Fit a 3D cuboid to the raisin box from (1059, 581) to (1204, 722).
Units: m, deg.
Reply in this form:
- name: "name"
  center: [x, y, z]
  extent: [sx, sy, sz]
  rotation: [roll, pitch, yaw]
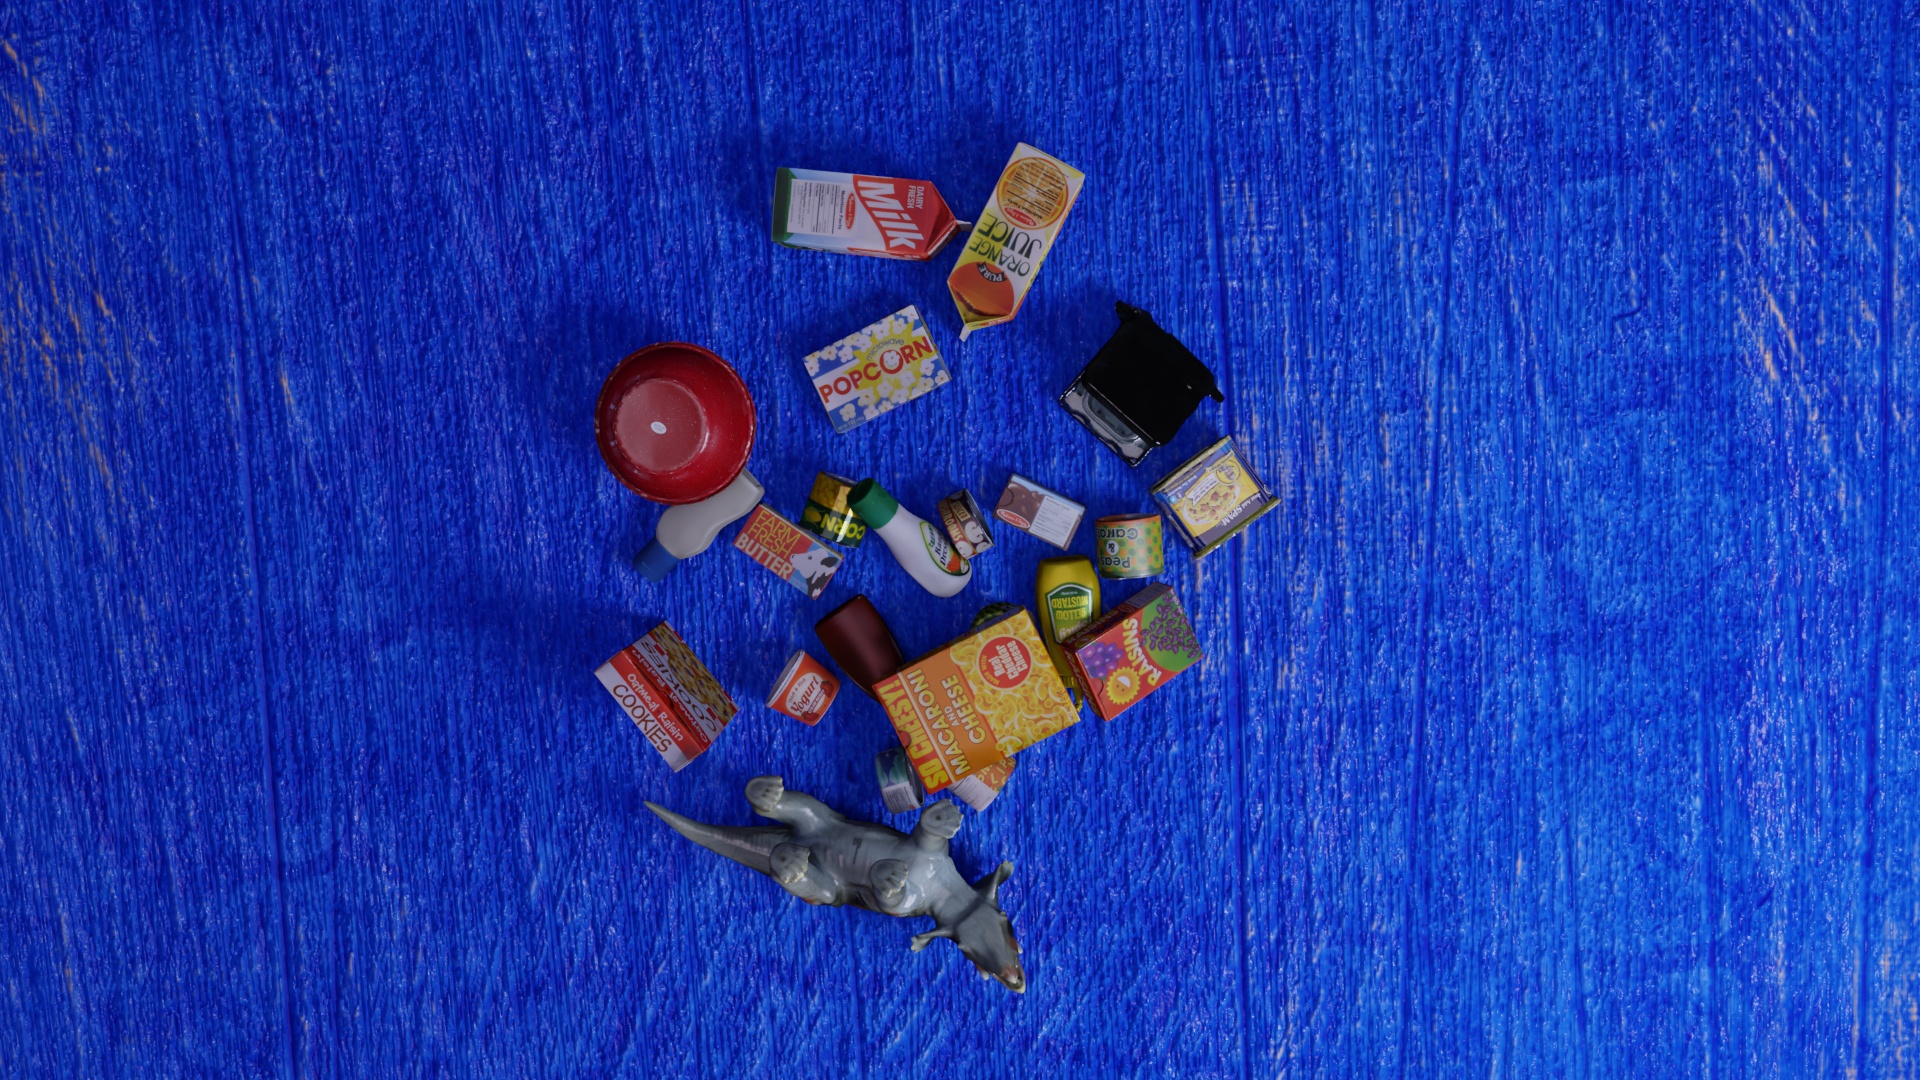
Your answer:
- name: "raisin box"
  center: [0.171, 0.109, 1.377]
  extent: [0.124, 0.040, 0.086]
  rotation: [-31, 110, -15]

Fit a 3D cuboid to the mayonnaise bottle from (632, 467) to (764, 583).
- name: "mayonnaise bottle"
  center: [-0.271, -0.019, 1.413]
  extent: [0.148, 0.041, 0.065]
  rotation: [-44, 86, 7]

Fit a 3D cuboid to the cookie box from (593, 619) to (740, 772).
- name: "cookie box"
  center: [-0.284, 0.149, 1.367]
  extent: [0.040, 0.167, 0.123]
  rotation: [-39, 93, 6]

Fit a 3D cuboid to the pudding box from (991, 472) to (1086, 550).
- name: "pudding box"
  center: [0.080, -0.030, 1.400]
  extent: [0.084, 0.030, 0.049]
  rotation: [25, 98, 0]

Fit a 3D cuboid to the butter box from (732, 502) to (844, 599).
- name: "butter box"
  center: [-0.175, 0.010, 1.419]
  extent: [0.103, 0.024, 0.053]
  rotation: [34, 96, -1]

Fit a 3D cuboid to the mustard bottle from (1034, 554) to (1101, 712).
- name: "mustard bottle"
  center: [0.113, 0.096, 1.402]
  extent: [0.065, 0.049, 0.160]
  rotation: [-7, 95, 1]

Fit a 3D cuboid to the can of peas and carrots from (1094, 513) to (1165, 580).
- name: "can of peas and carrots"
  center: [0.167, 0.005, 1.380]
  extent: [0.071, 0.071, 0.058]
  rotation: [-5, 95, 3]

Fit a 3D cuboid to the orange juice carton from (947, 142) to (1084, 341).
- name: "orange juice carton"
  center: [0.045, -0.282, 1.355]
  extent: [0.073, 0.072, 0.192]
  rotation: [28, 96, 0]

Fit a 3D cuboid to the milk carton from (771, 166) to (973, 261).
- name: "milk carton"
  center: [-0.082, -0.316, 1.357]
  extent: [0.191, 0.072, 0.073]
  rotation: [6, 97, 3]

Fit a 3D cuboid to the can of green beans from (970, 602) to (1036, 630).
- name: "can of green beans"
  center: [0.042, 0.099, 1.401]
  extent: [0.071, 0.058, 0.071]
  rotation: [0, 96, 3]

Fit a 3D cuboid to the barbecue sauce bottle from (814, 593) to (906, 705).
- name: "barbecue sauce bottle"
  center: [-0.084, 0.130, 1.418]
  extent: [0.065, 0.044, 0.148]
  rotation: [-34, 94, 6]

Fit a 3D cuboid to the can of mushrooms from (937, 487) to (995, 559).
- name: "can of mushrooms"
  center: [0.005, -0.017, 1.385]
  extent: [0.033, 0.071, 0.071]
  rotation: [-26, 94, 7]

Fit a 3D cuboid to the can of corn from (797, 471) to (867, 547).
- name: "can of corn"
  center: [-0.121, -0.031, 1.389]
  extent: [0.071, 0.071, 0.058]
  rotation: [22, 96, 0]

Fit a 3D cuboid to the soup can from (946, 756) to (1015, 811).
- name: "soup can"
  center: [0.006, 0.223, 1.414]
  extent: [0.084, 0.071, 0.071]
  rotation: [37, 97, -2]

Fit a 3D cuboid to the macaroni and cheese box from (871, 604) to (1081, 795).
- name: "macaroni and cheese box"
  center: [0.015, 0.155, 1.353]
  extent: [0.166, 0.040, 0.123]
  rotation: [-27, 93, 1]

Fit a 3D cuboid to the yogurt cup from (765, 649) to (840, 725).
- name: "yogurt cup"
  center: [-0.159, 0.152, 1.415]
  extent: [0.054, 0.072, 0.072]
  rotation: [33, 97, -9]

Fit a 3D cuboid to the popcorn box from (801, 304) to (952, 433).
- name: "popcorn box"
  center: [-0.084, -0.171, 1.389]
  extent: [0.127, 0.038, 0.085]
  rotation: [-25, 94, 5]

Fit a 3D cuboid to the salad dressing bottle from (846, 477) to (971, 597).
- name: "salad dressing bottle"
  center: [-0.051, -0.003, 1.372]
  extent: [0.044, 0.064, 0.147]
  rotation: [-30, 123, 27]

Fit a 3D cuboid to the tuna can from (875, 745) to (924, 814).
- name: "tuna can"
  center: [-0.062, 0.242, 1.419]
  extent: [0.033, 0.071, 0.071]
  rotation: [-17, 95, 6]
